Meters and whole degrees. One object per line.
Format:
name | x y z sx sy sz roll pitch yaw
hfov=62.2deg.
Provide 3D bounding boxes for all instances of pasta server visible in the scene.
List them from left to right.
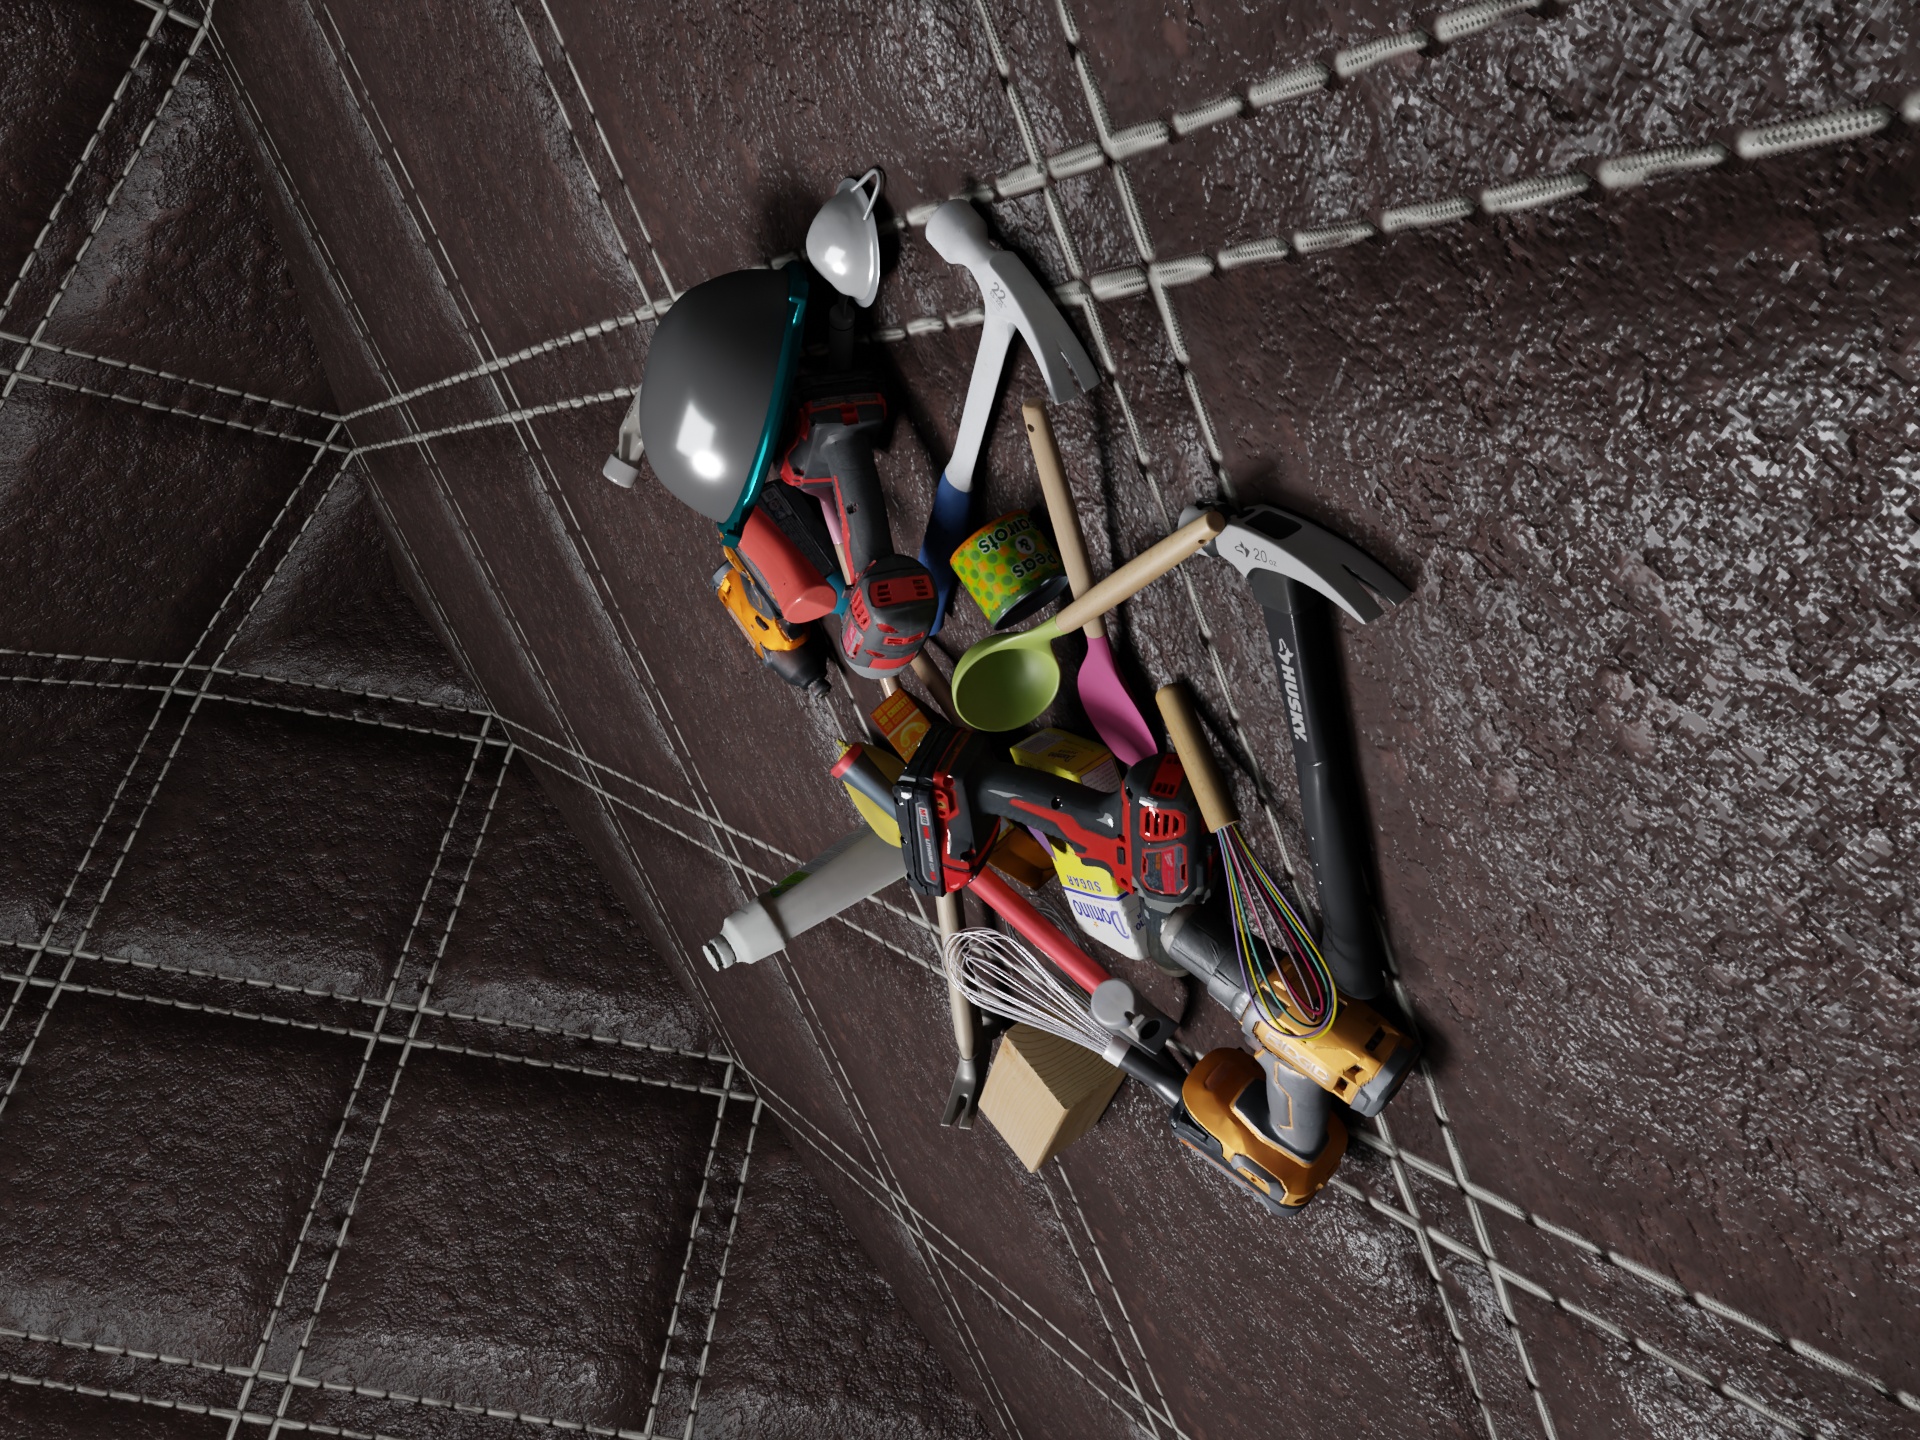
pasta server | -0.098 -0.125 1.354 0.040 0.060 0.316 -13 106 20

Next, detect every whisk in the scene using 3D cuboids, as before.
whisk | 0.105 0.262 1.348 0.285 0.070 0.070 31 150 13
whisk | 0.123 0.248 1.391 0.239 0.055 0.055 48 155 15
whisk | 0.183 0.087 1.021 0.245 0.051 0.047 69 156 14

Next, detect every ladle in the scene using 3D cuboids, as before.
ladle | 0.078 -0.058 1.000 0.320 0.078 0.062 148 123 -63

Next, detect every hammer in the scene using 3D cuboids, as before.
hammer | -0.199 -0.198 1.361 0.359 0.036 0.149 46 110 41
hammer | -0.007 0.212 1.535 0.038 0.146 0.410 3 127 14
hammer | 0.003 -0.172 1.123 0.144 0.035 0.405 52 157 17
hammer | 0.028 0.143 1.357 0.387 0.038 0.143 39 178 32
hammer | 0.215 0.033 0.937 0.146 0.035 0.334 29 143 52

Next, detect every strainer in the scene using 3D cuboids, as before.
strainer | -0.204 -0.272 1.245 0.341 0.095 0.211 -125 50 -65
strainer | -0.087 -0.298 1.157 0.258 0.050 0.087 102 149 -63

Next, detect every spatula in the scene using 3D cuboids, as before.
spatula | -0.002 -0.004 1.305 0.316 0.018 0.059 56 175 34

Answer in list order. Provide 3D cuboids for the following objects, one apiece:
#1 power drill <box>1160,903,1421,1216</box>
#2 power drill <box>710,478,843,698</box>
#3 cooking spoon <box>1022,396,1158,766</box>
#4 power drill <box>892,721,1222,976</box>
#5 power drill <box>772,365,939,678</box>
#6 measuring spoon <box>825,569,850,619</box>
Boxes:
power drill | 0.208 0.235 1.116 0.185 0.084 0.226 35 147 22
power drill | -0.163 -0.114 1.493 0.164 0.084 0.226 55 161 7
cooking spoon | 0.085 -0.078 1.050 0.069 0.017 0.318 29 152 41
power drill | 0.076 0.096 1.147 0.227 0.080 0.187 9 131 20
power drill | -0.077 -0.140 1.189 0.143 0.078 0.220 122 135 -66
measuring spoon | -0.092 -0.085 1.424 0.021 0.042 0.128 43 166 35
